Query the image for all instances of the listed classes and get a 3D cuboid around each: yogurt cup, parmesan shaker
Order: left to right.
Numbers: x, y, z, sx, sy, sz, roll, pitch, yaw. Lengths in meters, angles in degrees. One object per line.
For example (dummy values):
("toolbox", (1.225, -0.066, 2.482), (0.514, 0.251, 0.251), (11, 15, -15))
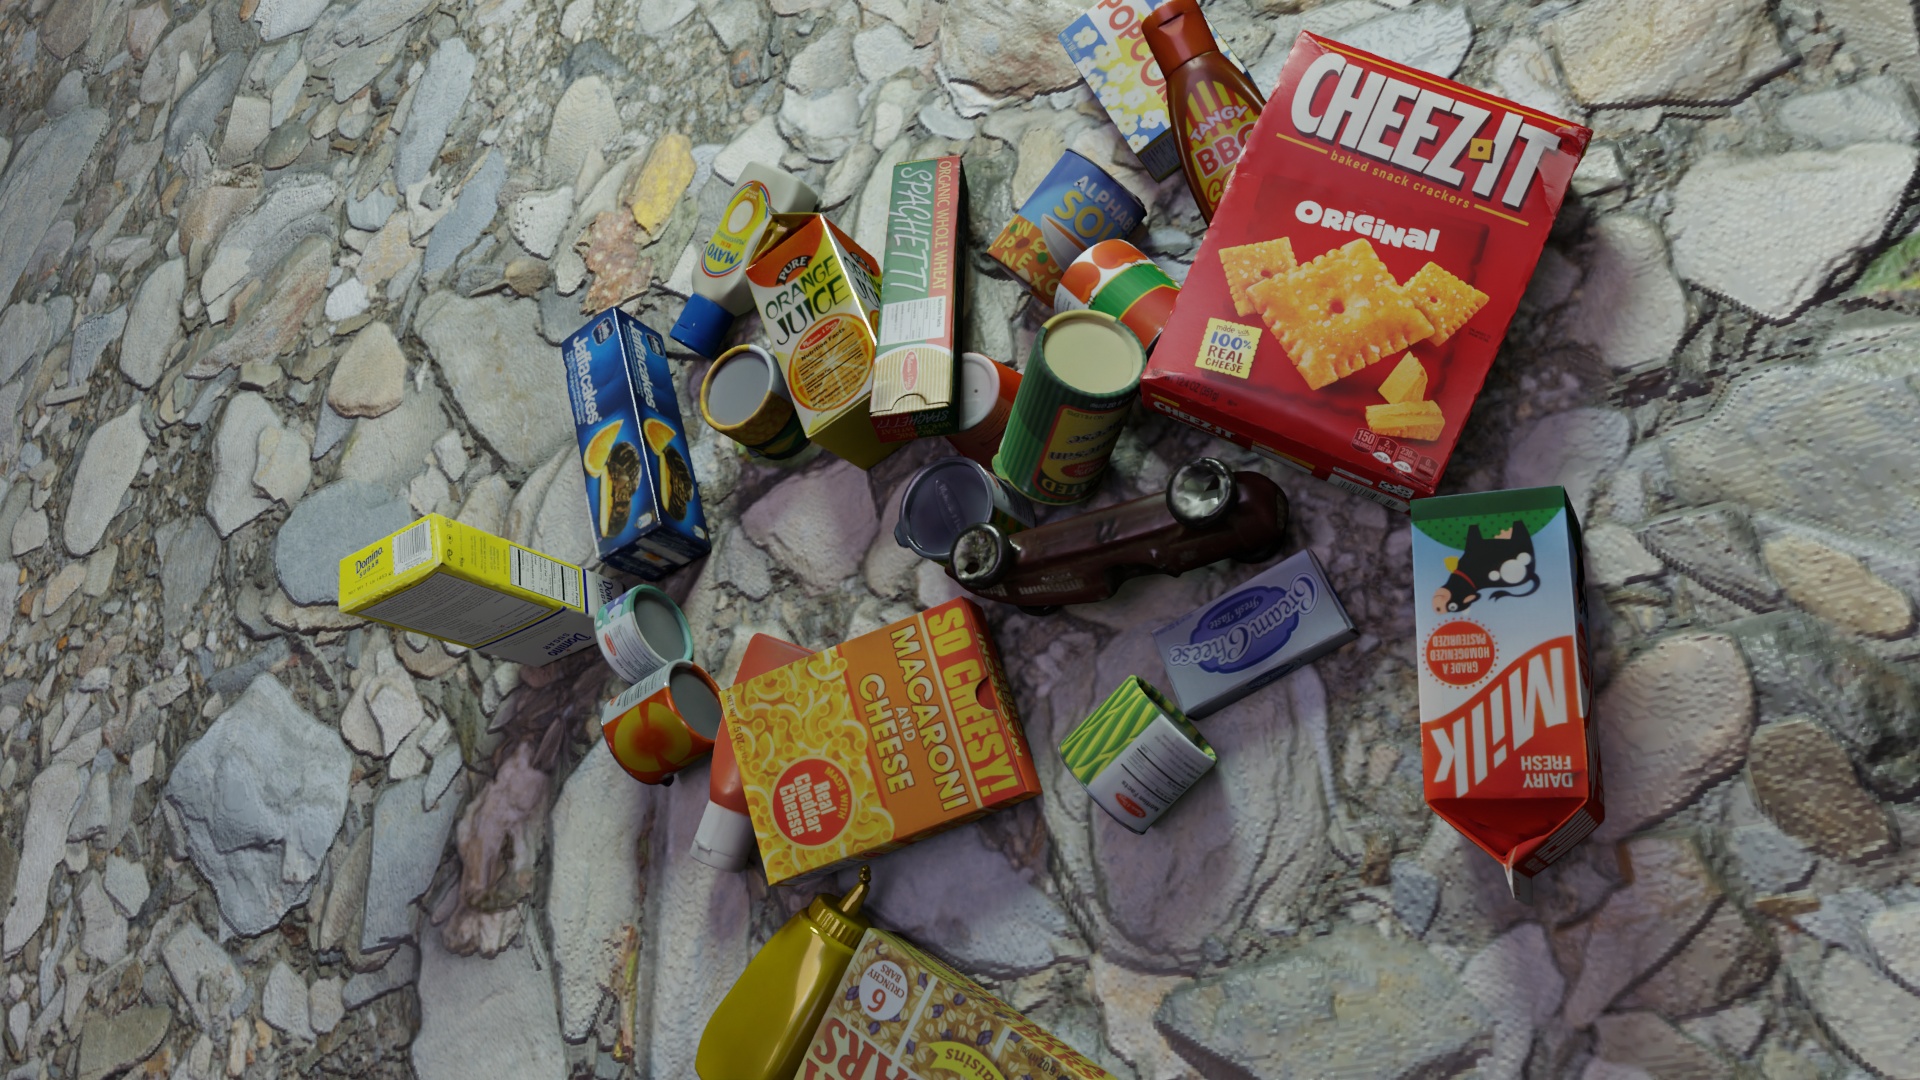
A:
("yogurt cup", (0.014, -0.085, 0.883), (0.072, 0.054, 0.072), (-10, 69, 28))
("parmesan shaker", (0.062, -0.076, 0.809), (0.071, 0.102, 0.071), (5, 56, -8))

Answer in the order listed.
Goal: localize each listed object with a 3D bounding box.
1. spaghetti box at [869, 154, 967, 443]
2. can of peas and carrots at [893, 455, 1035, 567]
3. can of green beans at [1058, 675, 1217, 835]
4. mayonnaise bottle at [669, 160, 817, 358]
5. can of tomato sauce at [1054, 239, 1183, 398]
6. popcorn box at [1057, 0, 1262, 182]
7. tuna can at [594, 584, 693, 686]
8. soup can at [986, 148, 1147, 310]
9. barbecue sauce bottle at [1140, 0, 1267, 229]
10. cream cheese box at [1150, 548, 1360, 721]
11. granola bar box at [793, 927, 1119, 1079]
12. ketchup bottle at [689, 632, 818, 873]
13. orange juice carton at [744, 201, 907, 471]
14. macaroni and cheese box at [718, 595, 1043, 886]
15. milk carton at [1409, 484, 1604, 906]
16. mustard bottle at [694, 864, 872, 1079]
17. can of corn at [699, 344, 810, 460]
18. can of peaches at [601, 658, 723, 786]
("spaghetti box", (-0.024, -0.163, 0.894), (0.050, 0.028, 0.251), (-6, 49, 9))
("can of peas and carrots", (0.003, -0.011, 0.860), (0.071, 0.058, 0.071), (-11, 69, 28))
("can of green beans", (0.097, 0.116, 0.756), (0.057, 0.071, 0.071), (-46, 57, 9))
("mayonnaise bottle", (-0.167, -0.209, 1.040), (0.065, 0.041, 0.148), (27, 88, 33))
("can of tomato sauce", (0.108, -0.134, 0.838), (0.071, 0.071, 0.083), (-48, 56, 8))
("popcorn box", (0.128, -0.308, 0.903), (0.085, 0.038, 0.127), (-34, 59, 16))
("tuna can", (-0.217, 0.065, 0.962), (0.033, 0.071, 0.071), (-29, 61, 18))
("soup can", (0.068, -0.194, 0.880), (0.083, 0.071, 0.071), (-51, 56, 6))
("barbecue sauce bottle", (0.155, -0.250, 0.830), (0.065, 0.044, 0.148), (-25, 86, 17))
("cream cheese box", (0.161, 0.052, 0.765), (0.103, 0.024, 0.053), (-31, 61, 18))
("granola bar box", (-0.011, 0.311, 0.767), (0.166, 0.039, 0.124), (23, 86, 35))
("ketchup bottle", (-0.131, 0.138, 0.896), (0.065, 0.043, 0.149), (17, 82, 30))
("orange juice carton", (-0.087, -0.151, 0.955), (0.073, 0.071, 0.193), (-33, 60, 17))
("macaroni and cheese box", (-0.050, 0.121, 0.829), (0.166, 0.040, 0.124), (-22, 71, 11))
("milk carton", (0.264, 0.076, 0.667), (0.073, 0.072, 0.191), (-7, 70, 28))
("mustard bottle", (-0.094, 0.263, 0.827), (0.065, 0.049, 0.160), (34, 92, 35))
("can of corn", (-0.142, -0.095, 0.975), (0.071, 0.058, 0.071), (-11, 68, 27))
("can of peaches", (-0.194, 0.122, 0.927), (0.058, 0.071, 0.071), (-33, 60, 17))
